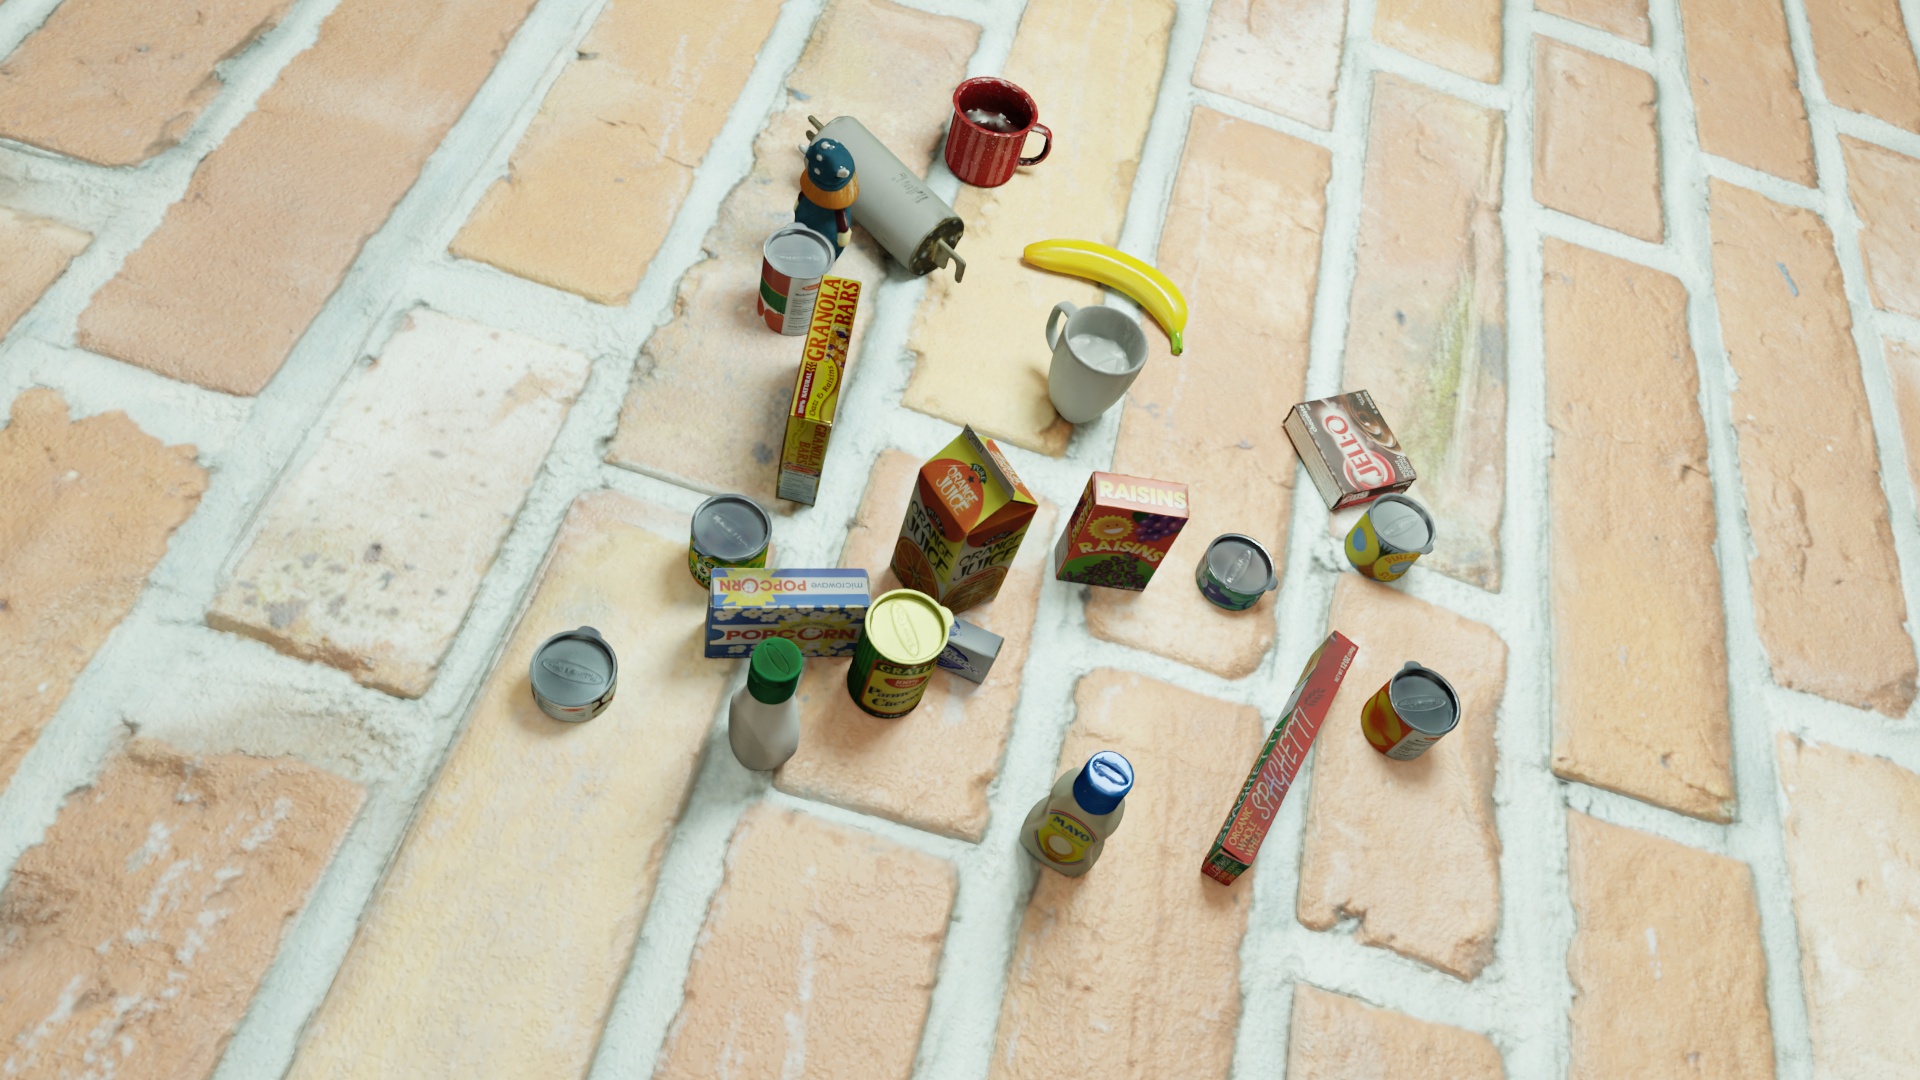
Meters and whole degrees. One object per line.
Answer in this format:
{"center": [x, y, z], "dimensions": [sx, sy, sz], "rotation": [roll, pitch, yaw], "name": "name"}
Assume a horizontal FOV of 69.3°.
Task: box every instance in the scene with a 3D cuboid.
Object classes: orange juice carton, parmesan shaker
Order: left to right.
{"center": [-0.049, 0.092, 1.113], "dimensions": [0.071, 0.102, 0.071], "rotation": [7, 56, -10], "name": "parmesan shaker"}
{"center": [0.004, -0.014, 1.142], "dimensions": [0.073, 0.191, 0.072], "rotation": [-23, 66, -26], "name": "orange juice carton"}

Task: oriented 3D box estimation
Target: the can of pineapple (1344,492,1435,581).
{"center": [0.407, -0.001, 1.317], "dimensions": [0.071, 0.057, 0.071], "rotation": [7, 56, -10], "name": "can of pineapple"}

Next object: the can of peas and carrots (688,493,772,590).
{"center": [-0.195, 0.005, 1.160], "dimensions": [0.071, 0.058, 0.071], "rotation": [7, 56, -10], "name": "can of peas and carrots"}

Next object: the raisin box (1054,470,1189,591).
{"center": [0.140, -0.007, 1.214], "dimensions": [0.086, 0.122, 0.040], "rotation": [8, 56, -9], "name": "raisin box"}

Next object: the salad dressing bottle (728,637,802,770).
{"center": [-0.144, 0.123, 1.041], "dimensions": [0.044, 0.146, 0.064], "rotation": [-28, 68, -28], "name": "salad dressing bottle"}

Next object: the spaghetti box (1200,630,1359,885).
{"center": [0.271, 0.179, 1.168], "dimensions": [0.029, 0.050, 0.251], "rotation": [32, 56, 8], "name": "spaghetti box"}

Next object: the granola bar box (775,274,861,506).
{"center": [-0.127, -0.133, 1.229], "dimensions": [0.039, 0.123, 0.166], "rotation": [12, 55, -6], "name": "granola bar box"}

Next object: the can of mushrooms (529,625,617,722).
{"center": [-0.300, 0.104, 1.083], "dimensions": [0.071, 0.033, 0.071], "rotation": [7, 56, -10], "name": "can of mushrooms"}

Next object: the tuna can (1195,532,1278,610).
{"center": [0.254, 0.030, 1.273], "dimensions": [0.071, 0.032, 0.071], "rotation": [7, 56, -10], "name": "tuna can"}

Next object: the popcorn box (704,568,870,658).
{"center": [-0.141, 0.059, 1.122], "dimensions": [0.127, 0.084, 0.038], "rotation": [0, 58, -14], "name": "popcorn box"}

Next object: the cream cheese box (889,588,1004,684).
{"center": [-0.019, 0.081, 1.157], "dimensions": [0.104, 0.053, 0.024], "rotation": [24, 55, 2], "name": "cream cheese box"}

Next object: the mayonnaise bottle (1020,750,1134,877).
{"center": [0.091, 0.204, 1.047], "dimensions": [0.065, 0.147, 0.041], "rotation": [33, 56, 8], "name": "mayonnaise bottle"}

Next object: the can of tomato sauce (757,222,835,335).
{"center": [-0.158, -0.247, 1.321], "dimensions": [0.071, 0.082, 0.071], "rotation": [7, 56, -10], "name": "can of tomato sauce"}

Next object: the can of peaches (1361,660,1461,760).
{"center": [0.392, 0.149, 1.214], "dimensions": [0.071, 0.057, 0.071], "rotation": [7, 56, -10], "name": "can of peaches"}
